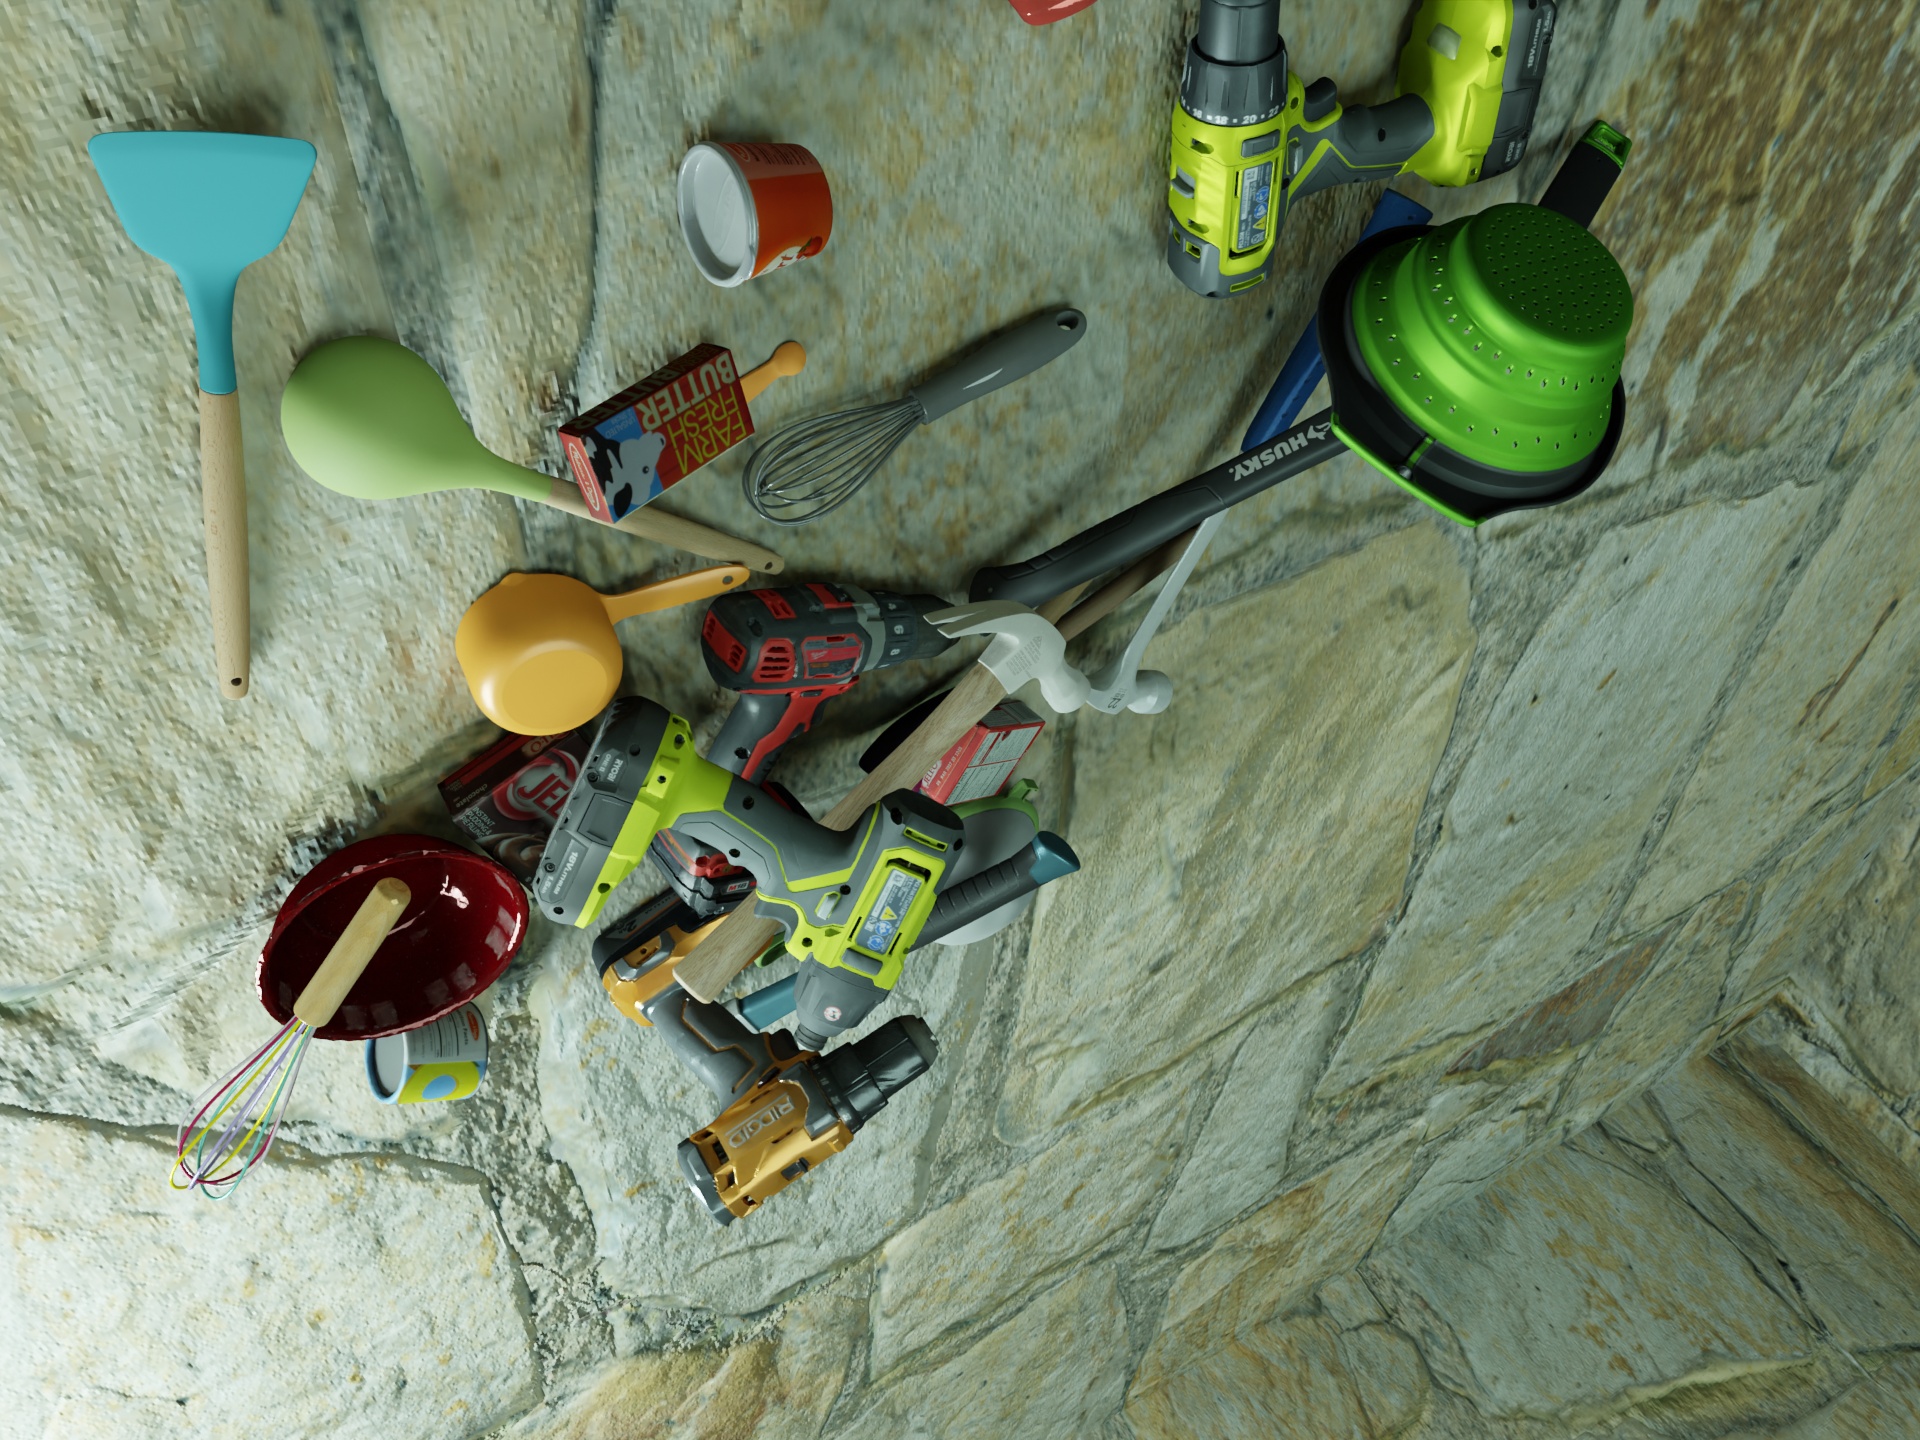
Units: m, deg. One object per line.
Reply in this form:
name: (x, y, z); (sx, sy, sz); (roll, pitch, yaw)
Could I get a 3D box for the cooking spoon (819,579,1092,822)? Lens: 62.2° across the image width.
cooking spoon: (-0.002, -0.003, 1.079); (0.319, 0.017, 0.068); (-48, 135, -10)

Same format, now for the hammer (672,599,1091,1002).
hammer: (-0.059, 0.052, 1.024); (0.331, 0.031, 0.129); (-45, 133, -6)

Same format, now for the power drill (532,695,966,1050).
power drill: (-0.130, 0.094, 0.948); (0.223, 0.080, 0.171); (25, 102, -13)

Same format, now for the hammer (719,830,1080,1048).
hammer: (-0.063, 0.171, 1.203); (0.331, 0.033, 0.128); (-28, 128, 8)

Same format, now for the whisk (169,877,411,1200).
whisk: (-0.391, 0.189, 0.927); (0.047, 0.051, 0.245); (24, 109, -44)

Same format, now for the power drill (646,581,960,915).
power drill: (-0.101, 0.009, 1.046); (0.187, 0.080, 0.226); (-7, 130, -42)

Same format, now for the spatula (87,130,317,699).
spatula: (-0.339, -0.125, 0.728); (0.082, 0.044, 0.317); (-9, 136, -29)

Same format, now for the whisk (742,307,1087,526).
whisk: (-0.022, -0.182, 0.933); (0.239, 0.055, 0.055); (-32, 143, -15)

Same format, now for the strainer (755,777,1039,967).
strainer: (-0.036, 0.151, 1.247); (0.256, 0.069, 0.151); (-23, 147, -18)

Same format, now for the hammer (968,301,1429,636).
hammer: (0.153, -0.138, 1.029); (0.335, 0.146, 0.035); (-26, 154, 17)

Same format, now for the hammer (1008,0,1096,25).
hammer: (-0.059, -0.401, 0.675); (0.358, 0.037, 0.149); (9, 123, -44)

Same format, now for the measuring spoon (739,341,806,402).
measuring spoon: (-0.132, -0.170, 0.880); (0.117, 0.011, 0.021); (-37, 144, -2)

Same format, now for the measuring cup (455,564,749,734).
measuring cup: (-0.197, -0.046, 0.908); (0.173, 0.052, 0.095); (-19, 139, -12)

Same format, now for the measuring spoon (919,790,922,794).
measuring spoon: (-0.041, 0.056, 1.200); (0.042, 0.021, 0.128); (-32, 153, -17)

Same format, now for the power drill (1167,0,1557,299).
power drill: (0.224, -0.364, 0.920); (0.228, 0.080, 0.190); (-23, 142, -15)

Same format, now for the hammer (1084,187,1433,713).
hammer: (0.194, -0.174, 1.101); (0.144, 0.035, 0.405); (2, 124, -53)

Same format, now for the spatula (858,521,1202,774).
spatula: (0.058, -0.055, 1.140); (0.316, 0.060, 0.018); (-36, 122, -12)

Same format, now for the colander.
colander: (0.364, -0.289, 0.978); (0.397, 0.204, 0.094); (-53, 178, -31)

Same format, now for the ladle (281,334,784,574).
ladle: (-0.209, -0.124, 0.851); (0.320, 0.062, 0.078); (13, 115, -55)

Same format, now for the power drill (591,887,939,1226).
power drill: (-0.136, 0.206, 1.096); (0.185, 0.226, 0.084); (-33, 143, -7)
